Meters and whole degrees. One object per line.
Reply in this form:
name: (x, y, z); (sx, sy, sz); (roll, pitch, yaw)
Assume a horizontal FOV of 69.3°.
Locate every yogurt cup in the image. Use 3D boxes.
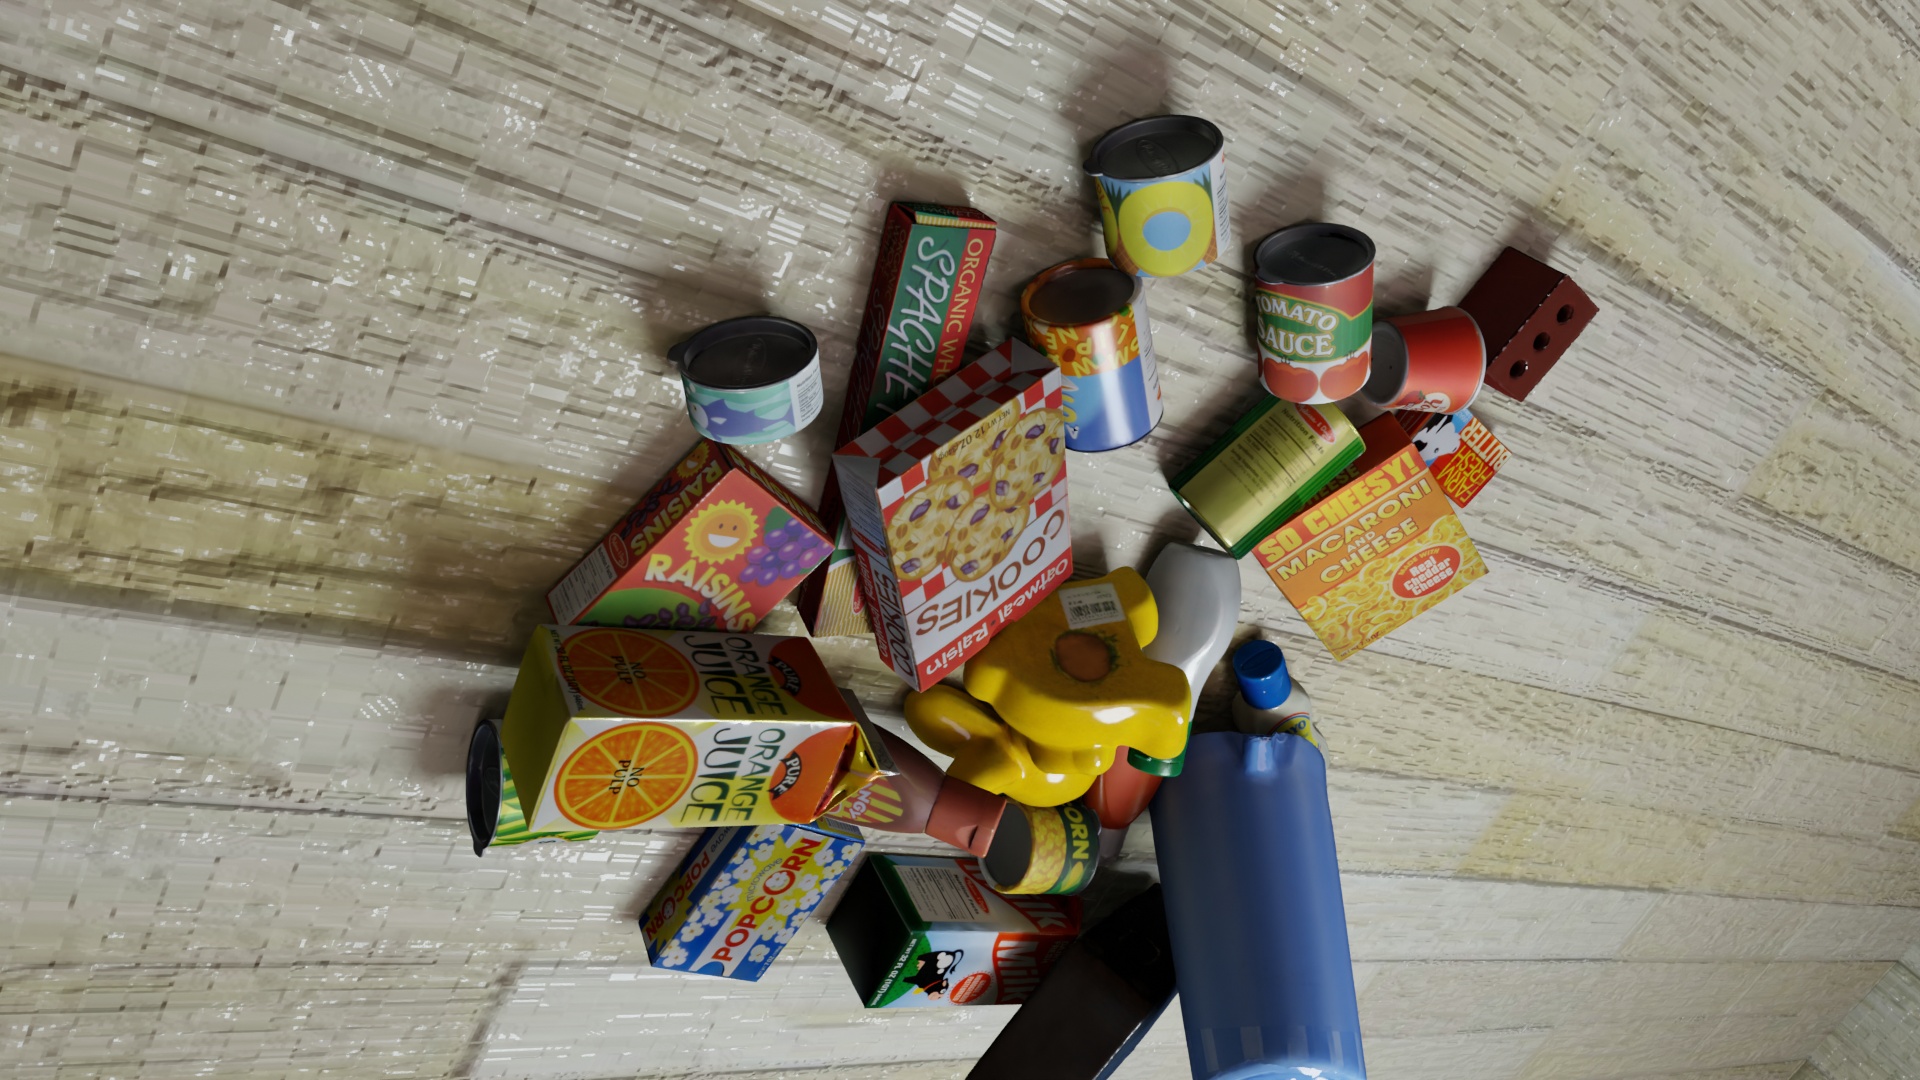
yogurt cup: (0.284, -0.111, 0.866); (0.054, 0.073, 0.072); (-5, 125, -18)

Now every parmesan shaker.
parmesan shaker: (0.185, -0.047, 0.854); (0.103, 0.071, 0.071); (-42, 133, 4)

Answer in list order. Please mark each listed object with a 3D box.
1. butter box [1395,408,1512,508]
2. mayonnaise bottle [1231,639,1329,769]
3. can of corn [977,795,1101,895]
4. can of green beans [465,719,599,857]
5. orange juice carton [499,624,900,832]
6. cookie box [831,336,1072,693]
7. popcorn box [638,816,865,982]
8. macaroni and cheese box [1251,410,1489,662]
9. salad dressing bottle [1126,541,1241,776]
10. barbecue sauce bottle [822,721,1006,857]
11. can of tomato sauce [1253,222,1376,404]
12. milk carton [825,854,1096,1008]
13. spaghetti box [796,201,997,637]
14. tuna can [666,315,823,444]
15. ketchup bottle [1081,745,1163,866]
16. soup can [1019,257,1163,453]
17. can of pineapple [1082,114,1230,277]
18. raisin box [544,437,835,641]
butter box: (0.335, -0.065, 0.955); (0.103, 0.024, 0.053); (29, 105, -41)
mayonnaise bottle: (0.232, 0.132, 1.025); (0.065, 0.041, 0.147); (-31, 133, -5)
can of corn: (0.054, 0.209, 0.957); (0.058, 0.071, 0.071); (12, 116, -36)
can of green beans: (-0.223, 0.127, 0.733); (0.058, 0.071, 0.071); (4, 120, -33)
orange juice carton: (-0.125, 0.096, 0.711); (0.193, 0.072, 0.072); (6, 121, -35)
cookie box: (0.003, -0.009, 0.752); (0.123, 0.040, 0.166); (-36, 143, -23)
popcorn box: (-0.131, 0.215, 0.871); (0.085, 0.038, 0.126); (26, 106, -42)
macaroni and cheese box: (0.271, 0.001, 0.941); (0.123, 0.040, 0.166); (-34, 134, 13)
salad dressing bottle: (0.139, 0.076, 0.894); (0.044, 0.064, 0.147); (3, 101, -53)
barbecue sauce bottle: (-0.048, 0.139, 0.804); (0.148, 0.044, 0.064); (21, 114, 6)
can of tomato sauce: (0.203, -0.129, 0.800); (0.071, 0.071, 0.082); (-24, 132, -13)
milk carton: (0.011, 0.275, 0.975); (0.191, 0.074, 0.072); (13, 116, -37)
spaghetti box: (-0.037, -0.058, 0.735); (0.050, 0.029, 0.248); (-2, 123, -30)
tuna can: (-0.102, -0.076, 0.659); (0.071, 0.071, 0.032); (-19, 131, -18)
ketchup bottle: (0.113, 0.164, 0.976); (0.065, 0.044, 0.148); (-2, 123, -26)
soup can: (0.068, -0.098, 0.744); (0.071, 0.071, 0.083); (-27, 131, -12)
can of pineapple: (0.101, -0.175, 0.708); (0.071, 0.071, 0.057); (-26, 132, -12)
raisin box: (-0.139, 0.016, 0.722); (0.123, 0.040, 0.086); (-44, 133, 5)
